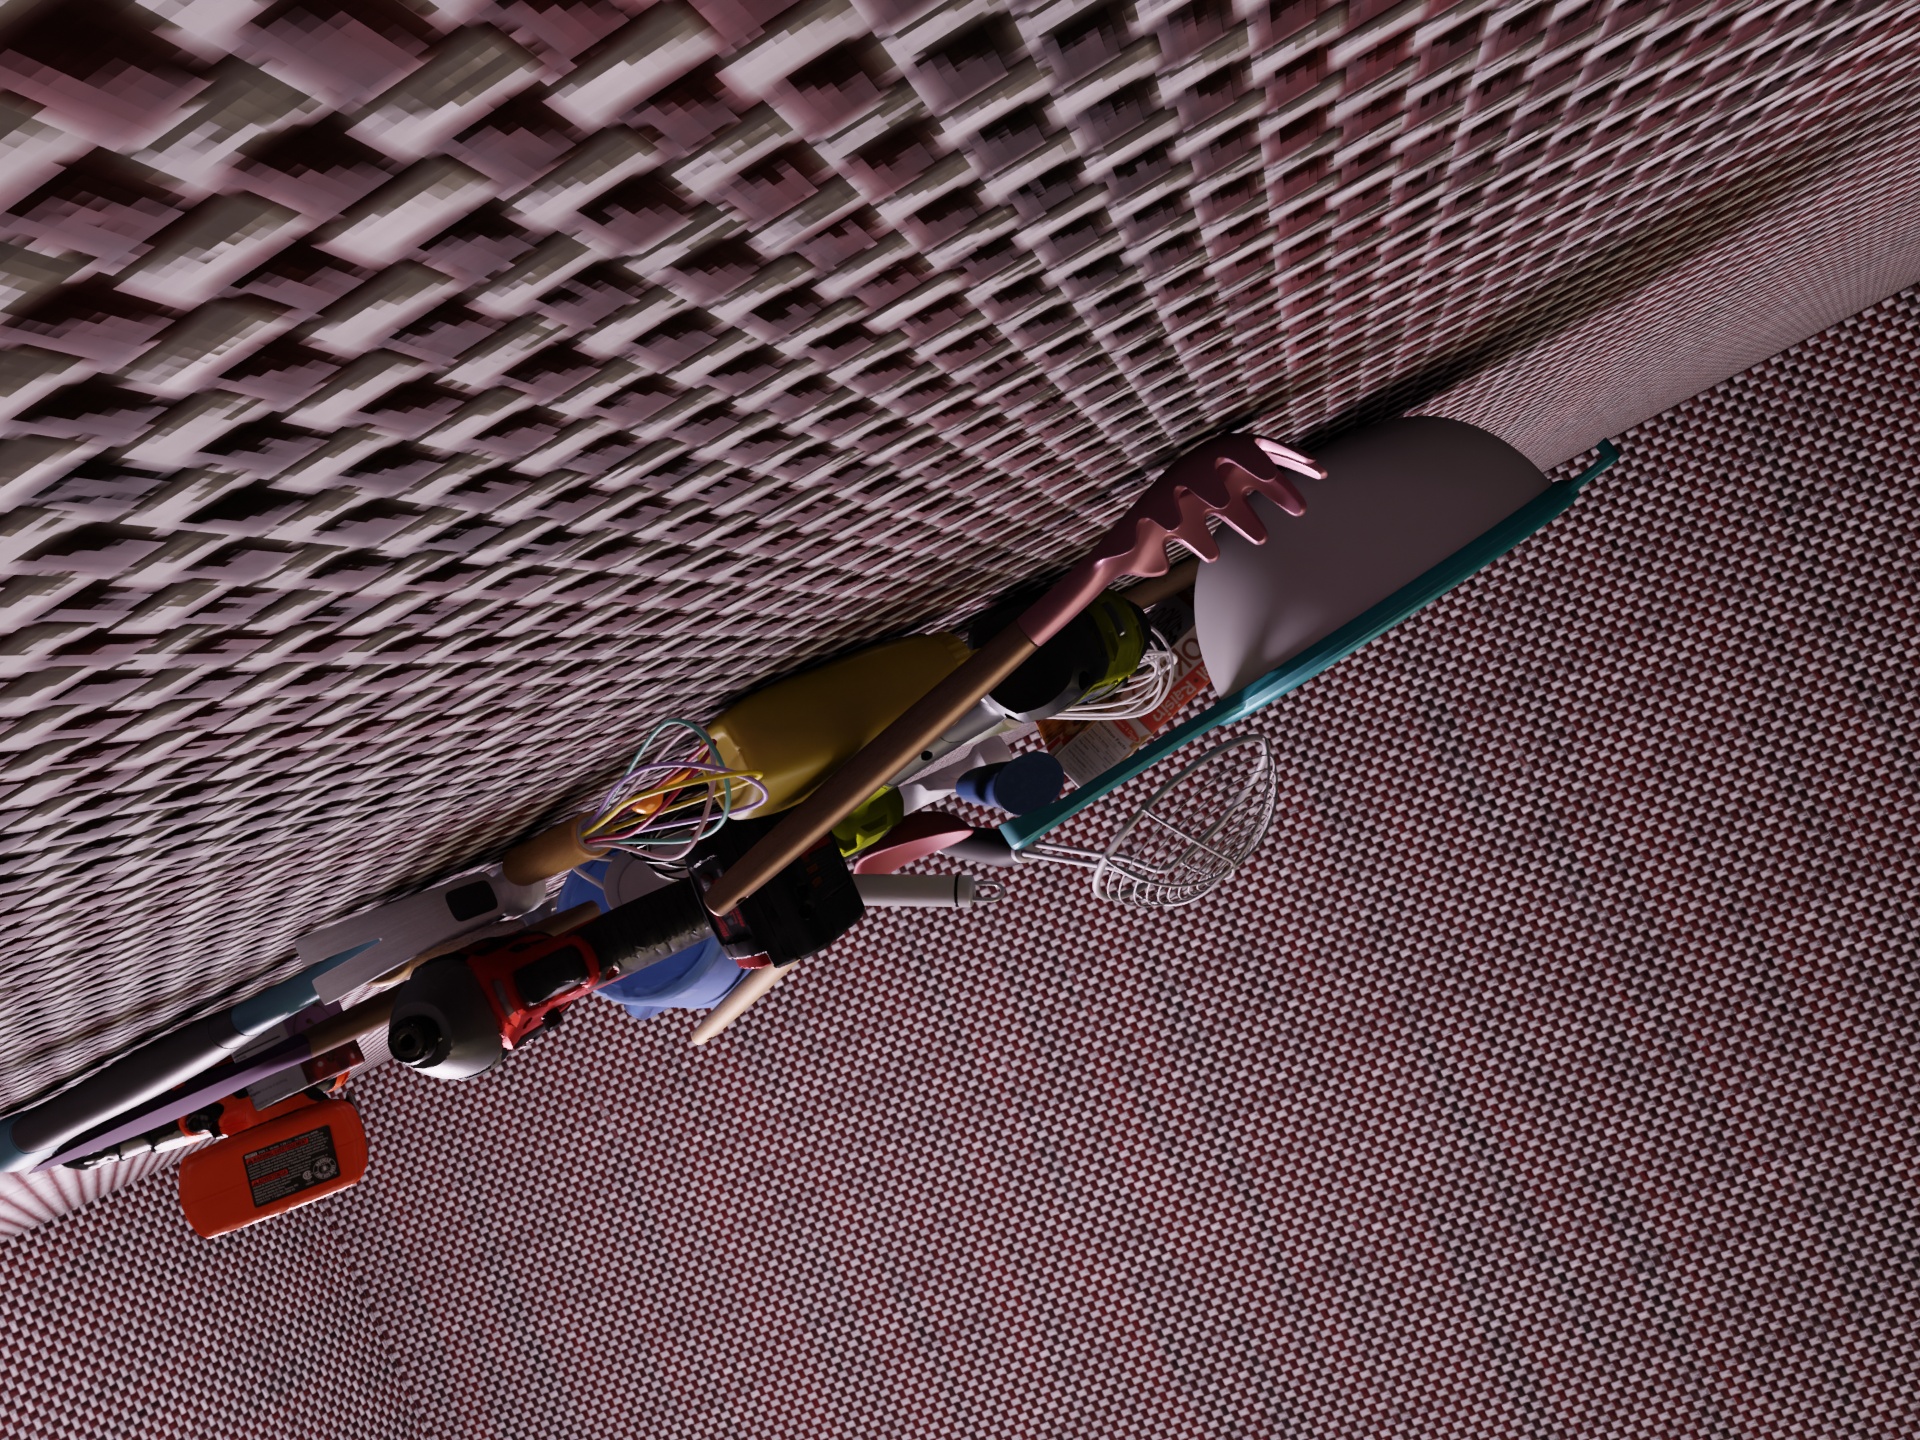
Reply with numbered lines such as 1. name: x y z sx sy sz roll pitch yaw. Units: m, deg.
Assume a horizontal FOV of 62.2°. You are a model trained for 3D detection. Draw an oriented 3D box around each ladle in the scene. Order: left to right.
1. ladle: -0.098 0.141 1.046 0.069 0.031 0.315 -2 148 -45

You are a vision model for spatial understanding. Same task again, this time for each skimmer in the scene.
1. skimmer: 0.062 0.058 0.992 0.127 0.090 0.363 -30 -167 -25

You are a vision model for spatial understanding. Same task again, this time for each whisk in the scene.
1. whisk: -0.158 0.046 0.706 0.047 0.051 0.245 -43 -167 -35
2. whisk: -0.109 0.042 0.972 0.055 0.055 0.239 -30 177 41
3. whisk: 0.039 -0.009 1.044 0.246 0.059 0.057 -18 172 39

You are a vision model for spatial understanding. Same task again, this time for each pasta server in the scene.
1. pasta server: 0.012 -0.013 0.654 0.316 0.040 0.060 -40 159 14

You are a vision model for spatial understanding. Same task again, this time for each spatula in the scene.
1. spatula: -0.320 0.159 0.837 0.316 0.018 0.060 -24 177 -44

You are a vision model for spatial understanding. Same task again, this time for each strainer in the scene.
1. strainer: -0.102 0.102 0.941 0.258 0.050 0.087 0 -141 9
2. strainer: 0.143 -0.059 0.792 0.340 0.095 0.211 -31 177 -16

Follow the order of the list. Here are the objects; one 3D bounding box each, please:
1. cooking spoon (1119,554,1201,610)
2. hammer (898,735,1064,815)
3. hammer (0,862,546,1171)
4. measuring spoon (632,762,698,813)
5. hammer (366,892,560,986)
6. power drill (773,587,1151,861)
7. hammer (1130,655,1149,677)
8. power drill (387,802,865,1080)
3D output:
1. cooking spoon: 0.089 -0.067 1.066 0.319 0.017 0.068 -26 176 6
2. hammer: 0.003 0.048 1.102 0.144 0.035 0.405 -25 -179 -9
3. hammer: -0.378 0.160 0.827 0.331 0.033 0.128 -27 177 15
4. measuring spoon: -0.125 0.022 0.835 0.117 0.011 0.021 -28 177 15
5. hammer: -0.326 0.147 1.055 0.130 0.031 0.331 -26 176 -4
6. power drill: -0.001 -0.003 0.878 0.228 0.080 0.190 -31 176 21
7. hammer: 0.013 -0.001 1.155 0.127 0.034 0.337 -27 -178 -38
8. power drill: -0.167 0.109 0.769 0.219 0.078 0.143 -24 179 7
